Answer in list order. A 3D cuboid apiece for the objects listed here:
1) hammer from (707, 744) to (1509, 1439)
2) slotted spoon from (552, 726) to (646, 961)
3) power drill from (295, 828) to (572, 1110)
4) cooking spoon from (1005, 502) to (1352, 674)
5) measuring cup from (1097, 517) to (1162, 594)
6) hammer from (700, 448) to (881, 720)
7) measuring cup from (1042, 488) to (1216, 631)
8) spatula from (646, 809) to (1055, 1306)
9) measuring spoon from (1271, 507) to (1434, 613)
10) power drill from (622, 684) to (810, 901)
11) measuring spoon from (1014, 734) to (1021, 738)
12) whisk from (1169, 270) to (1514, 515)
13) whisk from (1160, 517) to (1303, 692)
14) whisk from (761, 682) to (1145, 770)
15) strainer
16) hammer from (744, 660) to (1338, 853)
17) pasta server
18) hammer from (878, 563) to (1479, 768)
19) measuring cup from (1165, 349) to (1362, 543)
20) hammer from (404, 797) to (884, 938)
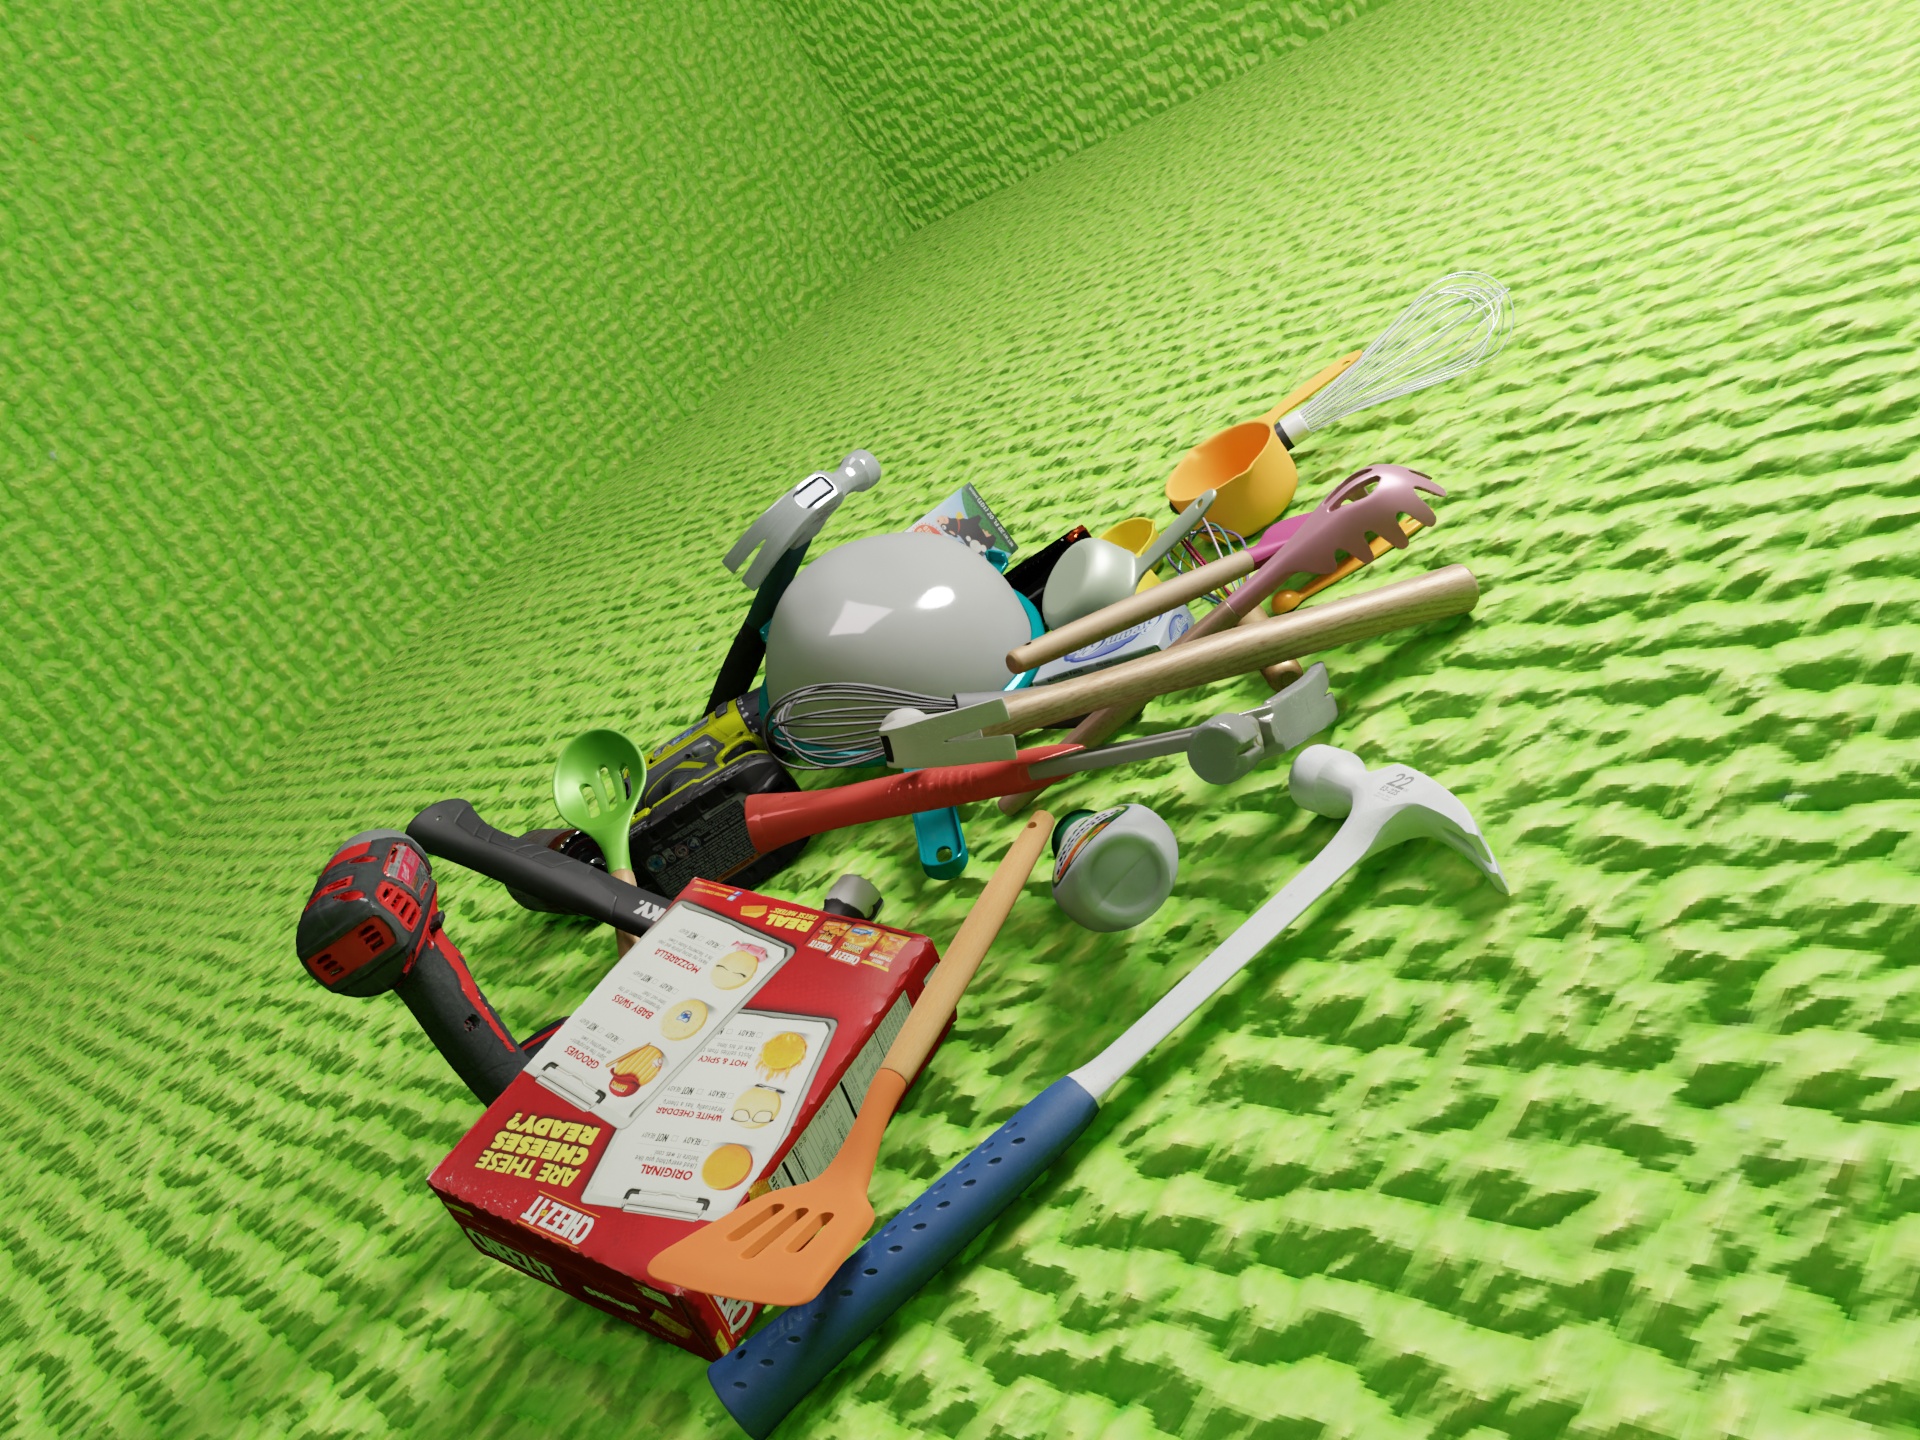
[{"bbox_3d":[0.063,0.154,0.684,0.405,0.035,0.144,-39,22,-13],"label":"hammer"},{"bbox_3d":[-0.215,0.120,1.015,0.070,0.031,0.314,-26,45,3],"label":"slotted spoon"},{"bbox_3d":[-0.286,0.158,0.916,0.078,0.219,0.143,-34,22,1],"label":"power drill"},{"bbox_3d":[0.155,-0.088,0.965,0.319,0.017,0.069,-24,19,-29],"label":"cooking spoon"},{"bbox_3d":[0.133,-0.094,1.130,0.062,0.029,0.157,-33,33,9],"label":"measuring cup"},{"bbox_3d":[-0.159,-0.073,1.253,0.128,0.033,0.330,-40,-12,-40],"label":"hammer"},{"bbox_3d":[0.110,-0.112,1.079,0.167,0.038,0.083,-44,32,47],"label":"measuring cup"},{"bbox_3d":[-0.023,0.141,0.732,0.081,0.041,0.323,-1,36,31],"label":"spatula"},{"bbox_3d":[0.244,-0.102,0.994,0.117,0.011,0.021,-32,22,4],"label":"measuring spoon"},{"bbox_3d":[-0.169,0.043,1.190,0.190,0.080,0.229,-32,19,4],"label":"power drill"},{"bbox_3d":[0.052,0.004,1.047,0.124,0.018,0.034,-28,25,33],"label":"measuring spoon"},{"bbox_3d":[0.275,-0.233,1.169,0.284,0.070,0.070,-33,21,17],"label":"whisk"},{"bbox_3d":[0.170,-0.077,1.007,0.051,0.047,0.245,-48,22,17],"label":"whisk"},{"bbox_3d":[-0.001,-0.002,0.965,0.239,0.055,0.055,-4,19,-11],"label":"whisk"},{"bbox_3d":[-0.043,-0.033,1.054,0.211,0.095,0.341,-17,35,2],"label":"strainer"},{"bbox_3d":[0.025,0.029,0.891,0.359,0.036,0.149,-13,6,34],"label":"hammer"},{"bbox_3d":[0.144,-0.043,0.933,0.316,0.040,0.060,-42,28,15],"label":"pasta server"},{"bbox_3d":[0.119,-0.028,0.851,0.331,0.031,0.130,-16,5,-5],"label":"hammer"},{"bbox_3d":[0.229,-0.193,1.136,0.173,0.052,0.095,-38,24,-2],"label":"measuring cup"},{"bbox_3d":[-0.220,0.114,0.978,0.335,0.035,0.146,16,54,29],"label":"hammer"}]
